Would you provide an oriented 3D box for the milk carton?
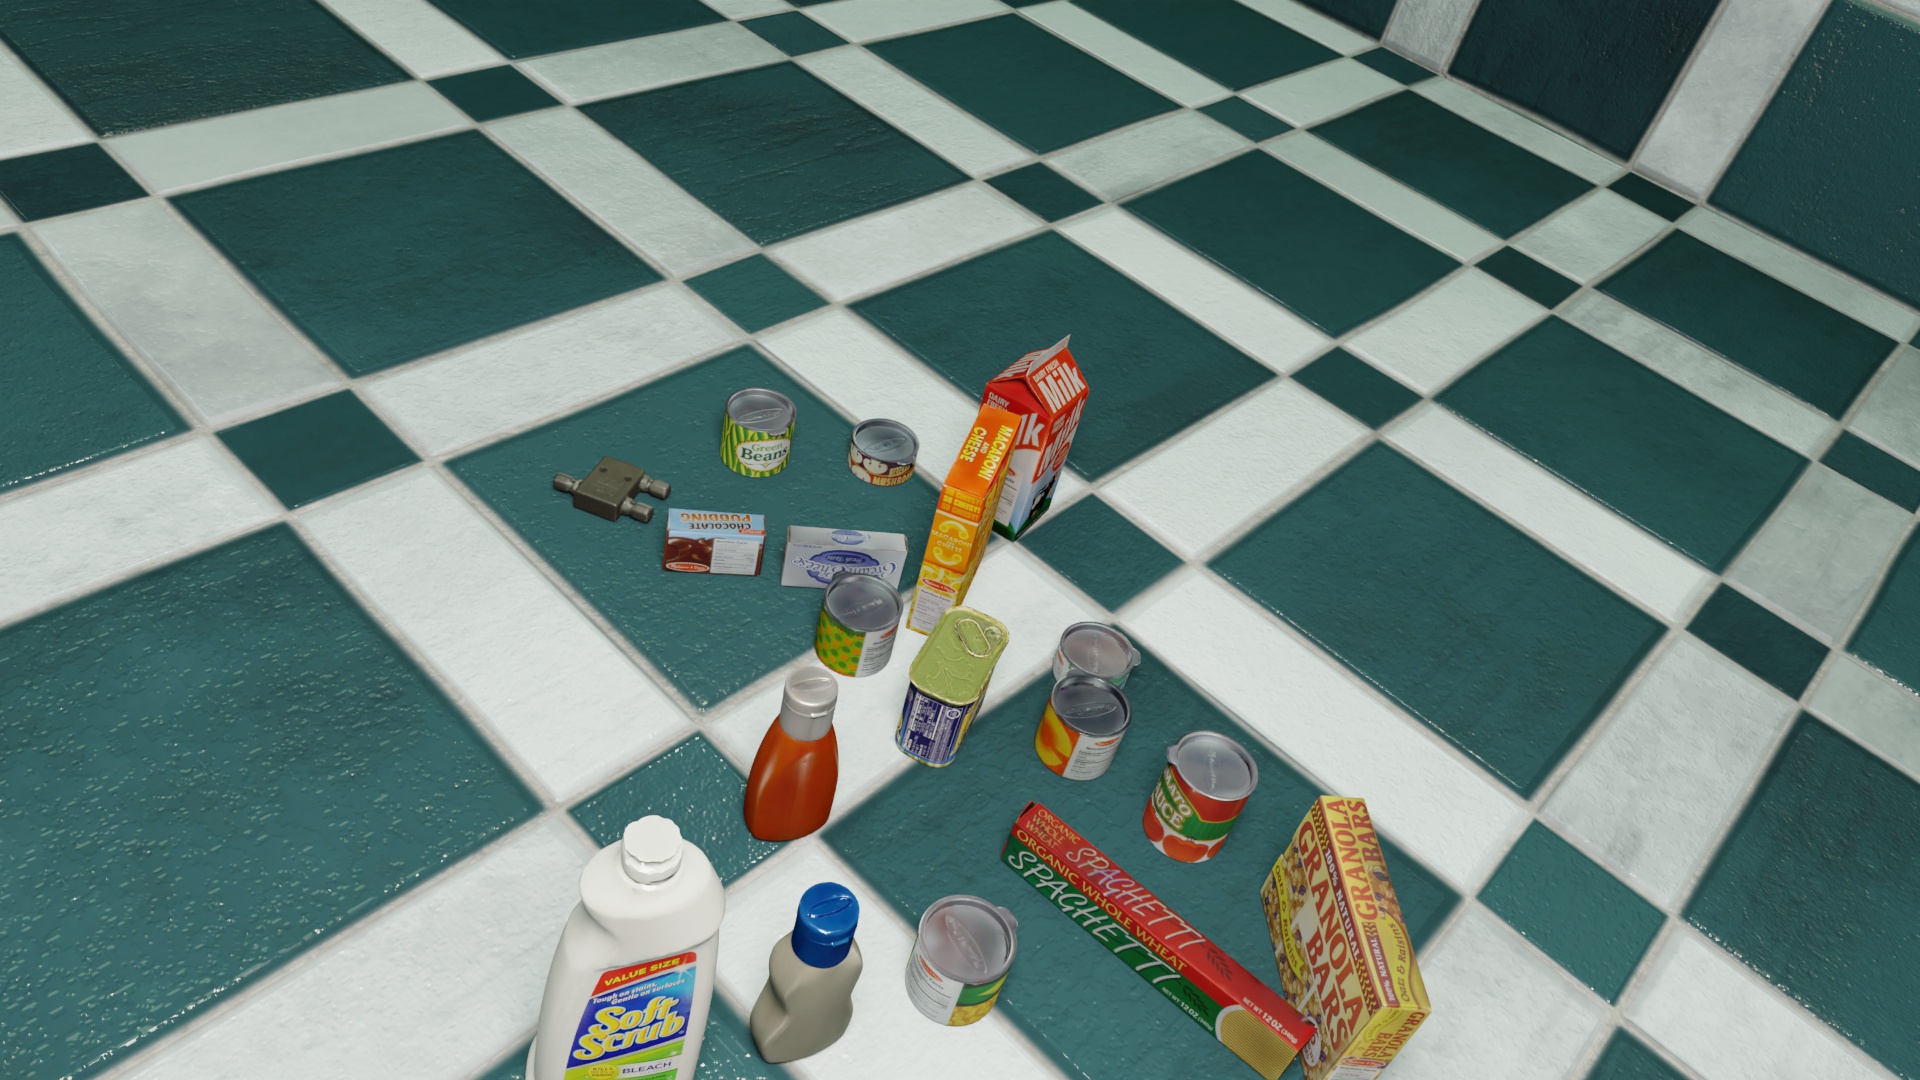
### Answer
[{"bbox_3d":[0.059,-0.100,1.279,0.073,0.189,0.073,31,43,17],"label":"milk carton"}]

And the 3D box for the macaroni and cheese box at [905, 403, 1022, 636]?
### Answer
[{"bbox_3d":[0.004,-0.015,1.185,0.040,0.165,0.124,20,41,5],"label":"macaroni and cheese box"}]

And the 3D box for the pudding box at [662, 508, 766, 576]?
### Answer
[{"bbox_3d":[-0.211,0.002,1.187,0.084,0.049,0.030,3,42,-14],"label":"pudding box"}]

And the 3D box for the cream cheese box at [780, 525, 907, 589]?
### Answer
[{"bbox_3d":[-0.101,0.017,1.202,0.104,0.053,0.024,4,42,-13],"label":"cream cheese box"}]

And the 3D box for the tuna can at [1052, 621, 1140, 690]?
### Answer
[{"bbox_3d":[0.116,0.104,1.189,0.071,0.032,0.071,9,41,-8],"label":"tuna can"}]

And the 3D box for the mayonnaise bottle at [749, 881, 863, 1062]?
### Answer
[{"bbox_3d":[-0.091,0.266,0.855,0.065,0.147,0.041,-11,47,-28],"label":"mayonnaise bottle"}]

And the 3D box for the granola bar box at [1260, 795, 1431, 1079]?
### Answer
[{"bbox_3d":[0.262,0.281,0.968,0.039,0.123,0.166,7,41,-10],"label":"granola bar box"}]

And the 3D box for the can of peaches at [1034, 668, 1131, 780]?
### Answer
[{"bbox_3d":[0.097,0.148,1.115,0.071,0.057,0.071,9,41,-8],"label":"can of peaches"}]

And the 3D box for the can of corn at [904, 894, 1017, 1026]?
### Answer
[{"bbox_3d":[0.001,0.282,0.934,0.071,0.058,0.071,9,41,-8],"label":"can of corn"}]

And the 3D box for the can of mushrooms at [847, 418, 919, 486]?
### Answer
[{"bbox_3d":[-0.073,-0.084,1.339,0.071,0.033,0.071,9,41,-8],"label":"can of mushrooms"}]

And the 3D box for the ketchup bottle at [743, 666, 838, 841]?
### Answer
[{"bbox_3d":[-0.114,0.151,0.976,0.065,0.148,0.044,-8,46,-25],"label":"ketchup bottle"}]

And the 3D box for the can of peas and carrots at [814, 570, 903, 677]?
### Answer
[{"bbox_3d":[-0.086,0.068,1.145,0.071,0.058,0.071,9,41,-8],"label":"can of peas and carrots"}]

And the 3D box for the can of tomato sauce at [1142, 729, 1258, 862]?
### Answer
[{"bbox_3d":[0.181,0.197,1.067,0.071,0.082,0.071,9,41,-8],"label":"can of tomato sauce"}]

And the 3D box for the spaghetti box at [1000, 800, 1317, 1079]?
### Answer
[{"bbox_3d":[0.133,0.281,0.984,0.250,0.049,0.029,36,45,22],"label":"spaghetti box"}]

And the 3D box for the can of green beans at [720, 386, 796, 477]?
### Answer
[{"bbox_3d":[-0.190,-0.101,1.303,0.071,0.057,0.071,9,41,-8],"label":"can of green beans"}]
